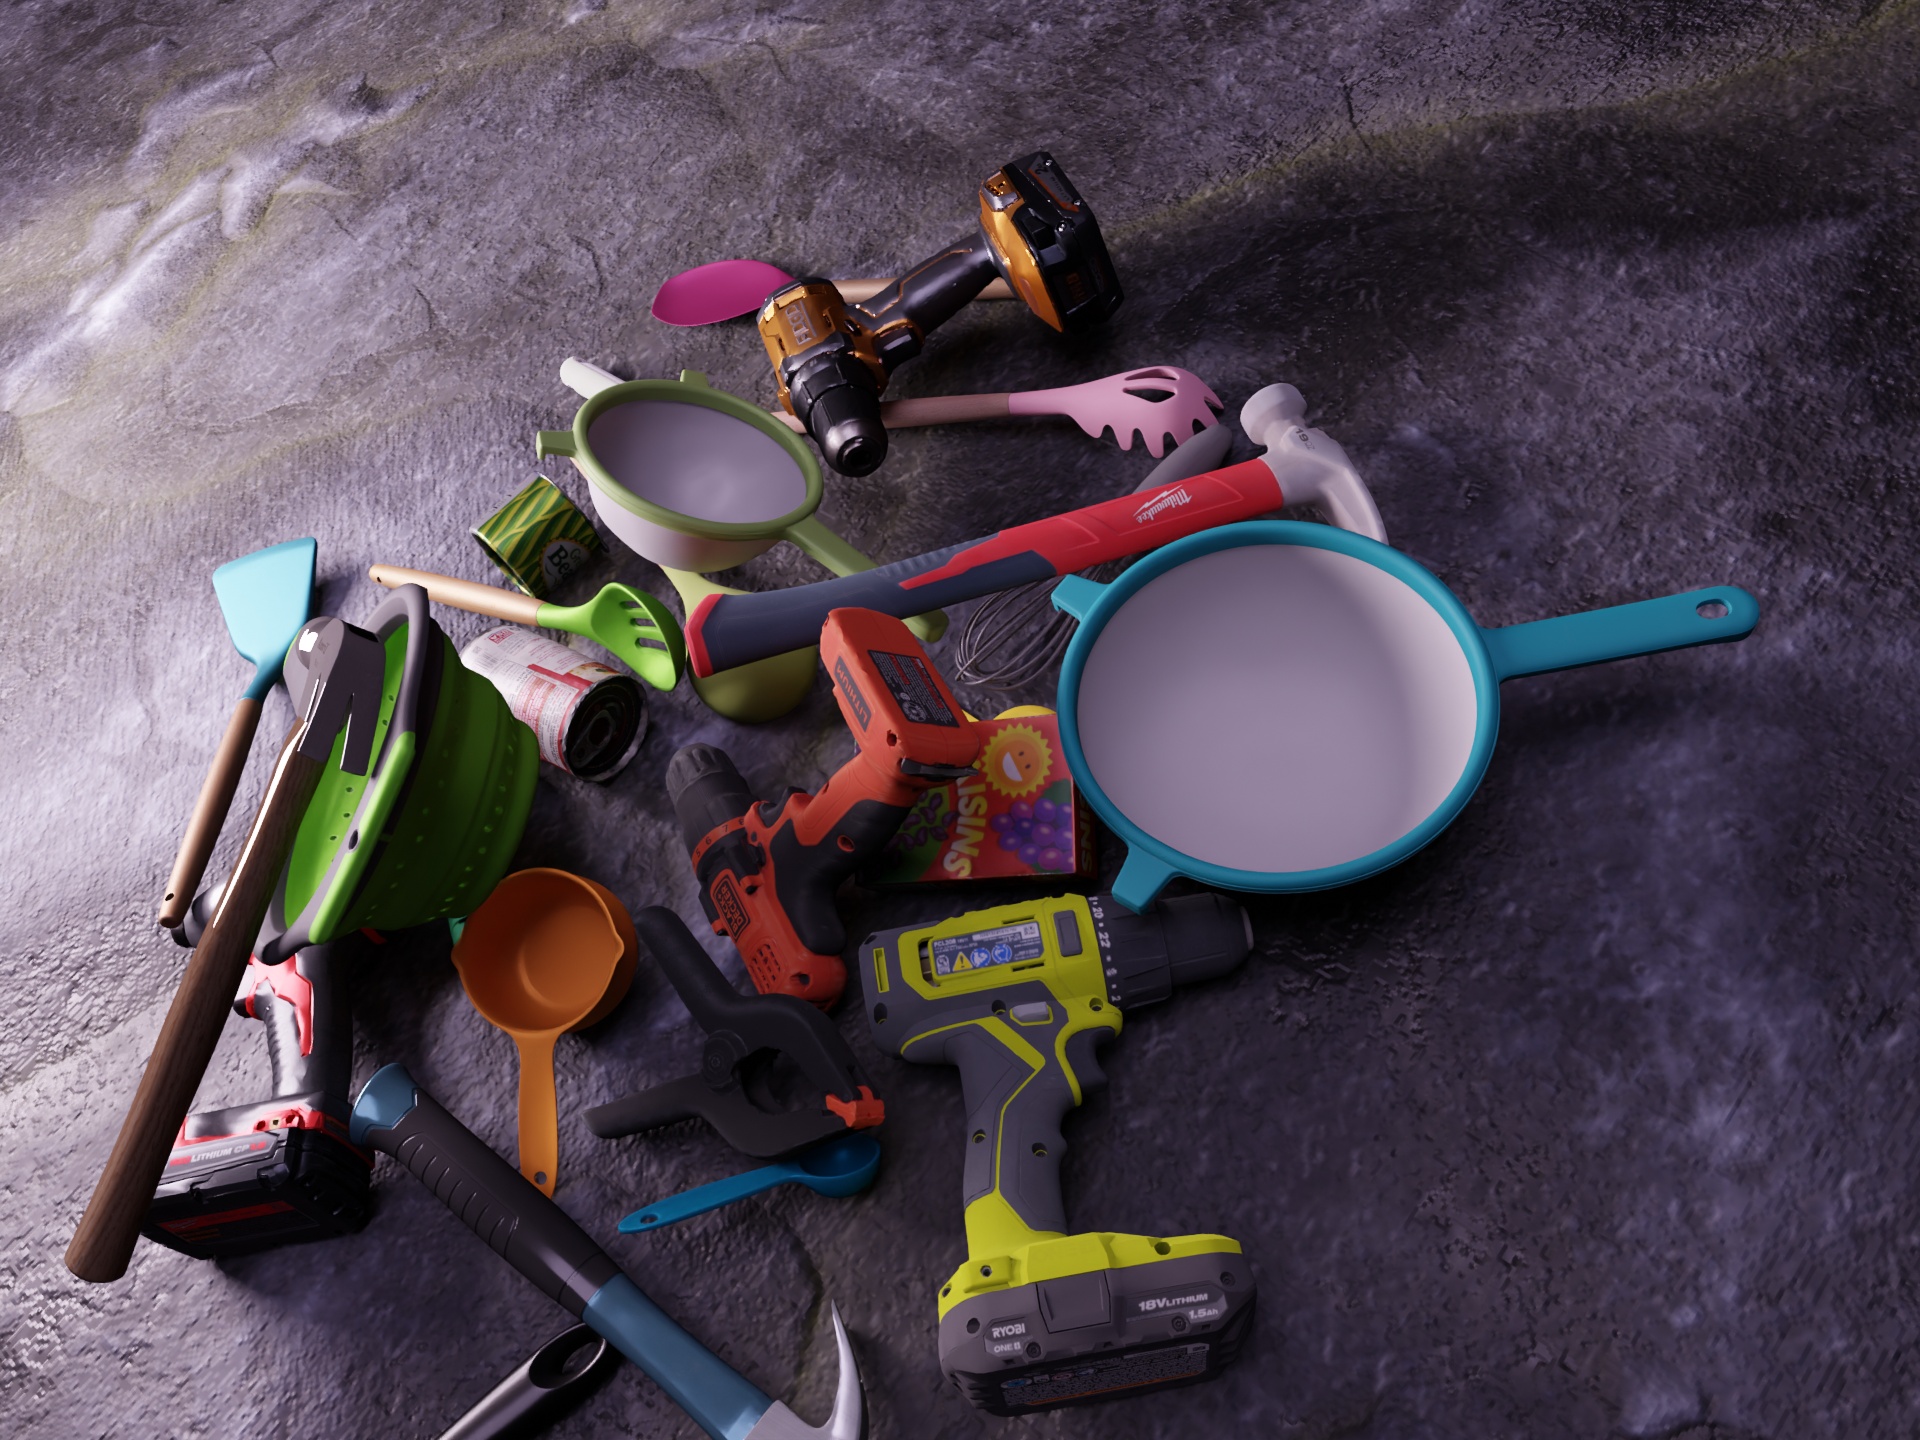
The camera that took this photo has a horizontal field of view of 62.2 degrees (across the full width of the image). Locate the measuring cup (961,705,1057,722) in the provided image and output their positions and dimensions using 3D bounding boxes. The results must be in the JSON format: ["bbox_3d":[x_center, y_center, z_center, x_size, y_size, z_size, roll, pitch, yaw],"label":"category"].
[{"bbox_3d":[-0.001,-0.003,0.901,0.157,0.029,0.062,29,69,27],"label":"measuring cup"}]

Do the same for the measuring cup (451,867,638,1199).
[{"bbox_3d":[-0.216,0.167,0.849,0.095,0.052,0.174,-4,81,8],"label":"measuring cup"}]

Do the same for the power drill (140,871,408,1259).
[{"bbox_3d":[-0.382,0.171,0.874,0.143,0.078,0.220,-12,52,7],"label":"power drill"}]

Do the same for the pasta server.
[{"bbox_3d":[0.010,-0.198,1.034,0.316,0.040,0.060,0,57,21],"label":"pasta server"}]

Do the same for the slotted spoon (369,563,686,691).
[{"bbox_3d":[-0.279,-0.073,1.005,0.314,0.070,0.031,14,40,36],"label":"slotted spoon"}]

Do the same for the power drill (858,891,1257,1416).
[{"bbox_3d":[0.060,0.182,0.734,0.190,0.080,0.229,-10,52,0],"label":"power drill"}]

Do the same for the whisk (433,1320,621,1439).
[{"bbox_3d":[-0.278,0.374,0.721,0.296,0.073,0.073,-36,55,-17],"label":"whisk"}]

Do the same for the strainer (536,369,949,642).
[{"bbox_3d":[-0.120,-0.107,0.948,0.256,0.069,0.151,35,39,11],"label":"strainer"}]

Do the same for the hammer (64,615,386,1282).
[{"bbox_3d":[-0.352,0.109,0.764,0.130,0.031,0.331,16,84,59],"label":"hammer"}]

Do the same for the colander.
[{"bbox_3d":[-0.319,0.016,0.898,0.397,0.094,0.204,32,97,59],"label":"colander"}]

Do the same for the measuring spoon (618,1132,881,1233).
[{"bbox_3d":[-0.098,0.229,0.760,0.128,0.021,0.042,-14,16,-17],"label":"measuring spoon"}]

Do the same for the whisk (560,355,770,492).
[{"bbox_3d":[-0.200,-0.204,1.087,0.247,0.057,0.059,32,101,35],"label":"whisk"}]

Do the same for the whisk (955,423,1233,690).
[{"bbox_3d":[0.082,-0.100,0.934,0.055,0.055,0.239,34,68,31],"label":"whisk"}]

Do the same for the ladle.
[{"bbox_3d":[-0.190,-0.106,1.028,0.078,0.062,0.320,-38,48,-6],"label":"ladle"}]

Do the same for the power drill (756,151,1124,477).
[{"bbox_3d":[-0.014,-0.253,1.014,0.226,0.084,0.186,-26,45,5],"label":"power drill"}]

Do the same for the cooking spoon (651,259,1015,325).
[{"bbox_3d":[-0.075,-0.305,1.132,0.319,0.017,0.069,3,57,19],"label":"cooking spoon"}]

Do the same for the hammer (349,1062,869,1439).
[{"bbox_3d":[-0.179,0.266,0.752,0.331,0.033,0.128,29,57,27],"label":"hammer"}]

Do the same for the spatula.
[{"bbox_3d":[-0.464,0.002,1.007,0.082,0.044,0.318,-17,42,8],"label":"spatula"}]

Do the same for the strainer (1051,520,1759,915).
[{"bbox_3d":[0.221,-0.004,0.804,0.340,0.095,0.211,-11,57,3],"label":"strainer"}]

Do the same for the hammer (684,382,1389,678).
[{"bbox_3d":[0.042,-0.080,0.876,0.386,0.038,0.143,-17,60,-10],"label":"hammer"}]
